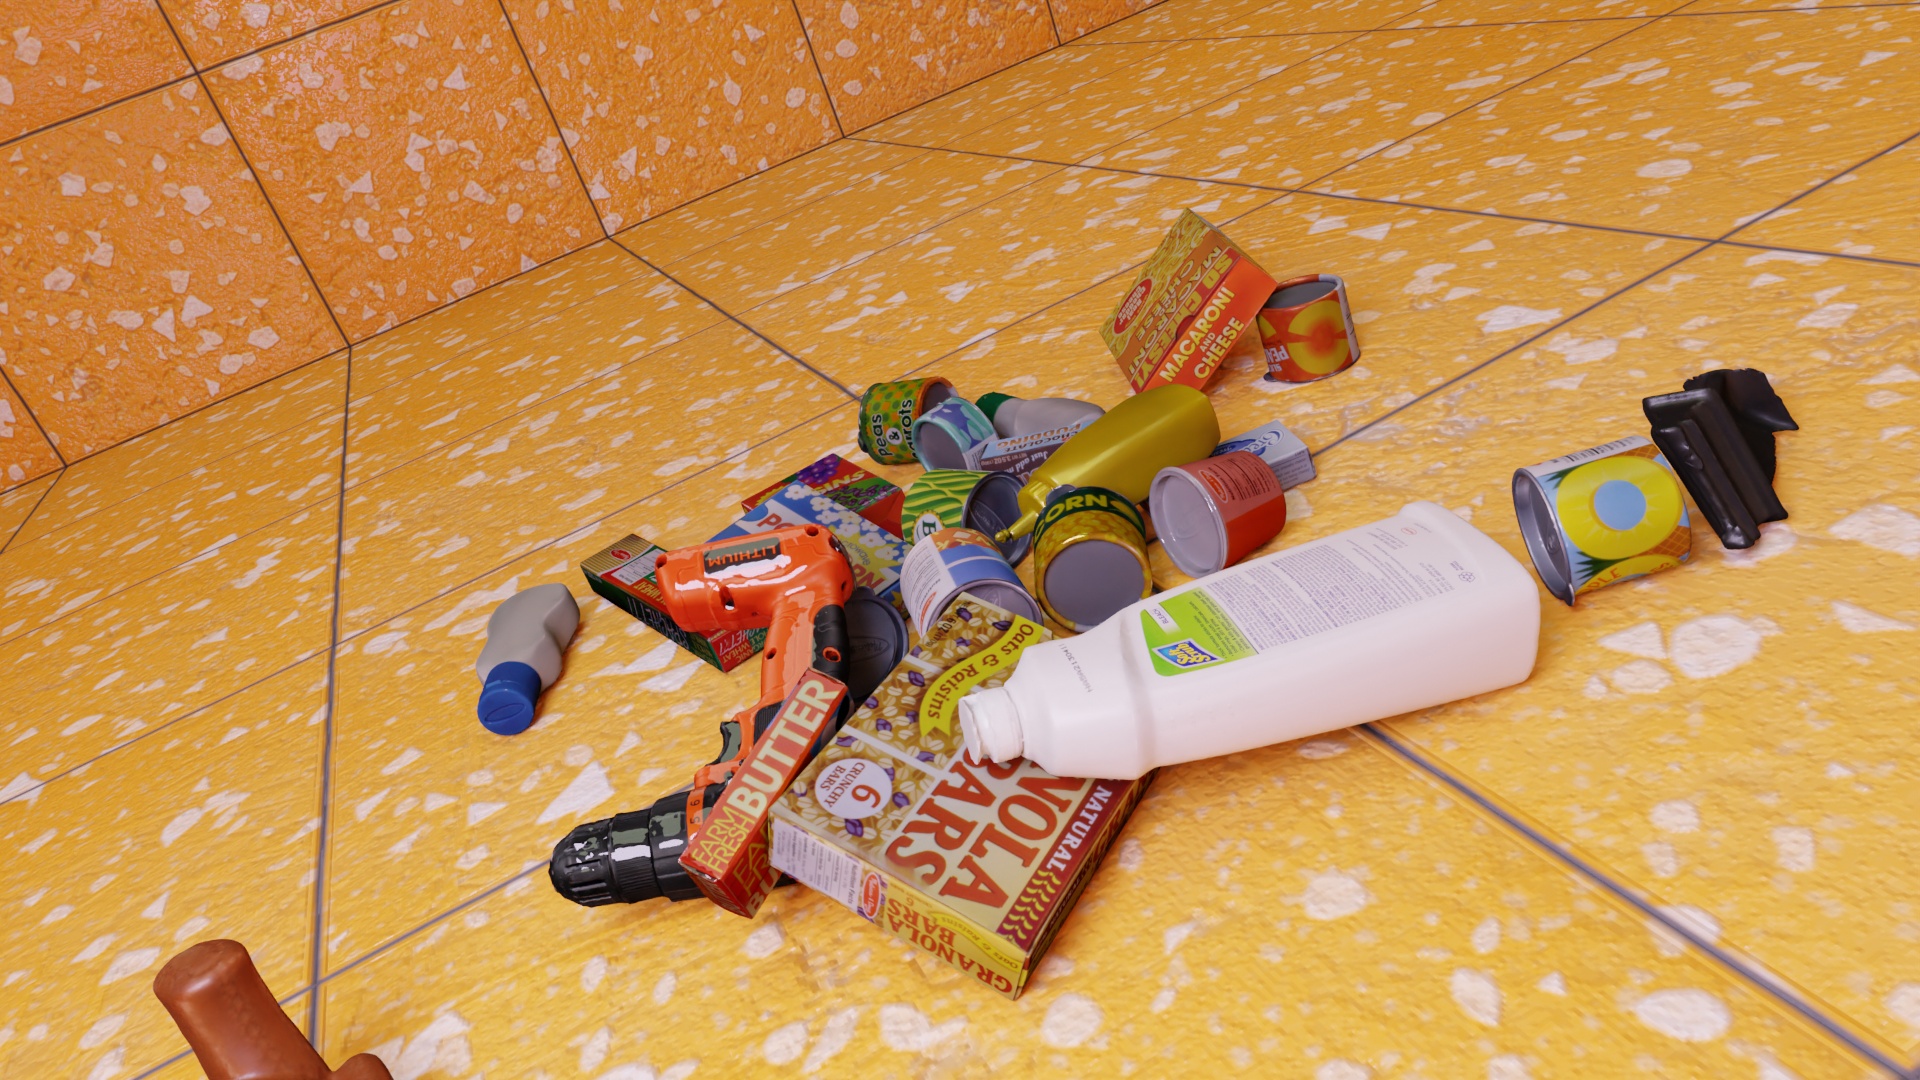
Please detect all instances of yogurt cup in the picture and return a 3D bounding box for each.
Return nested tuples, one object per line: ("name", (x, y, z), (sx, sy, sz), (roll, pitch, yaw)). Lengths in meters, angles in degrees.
("yogurt cup", (0.149, -0.018, 0.797), (0.054, 0.072, 0.072), (-22, 23, -22))

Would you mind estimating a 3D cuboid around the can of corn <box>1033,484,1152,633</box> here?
("can of corn", (0.073, 0.009, 0.789), (0.071, 0.071, 0.058), (-16, 26, 10))

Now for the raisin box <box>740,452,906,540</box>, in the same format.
("raisin box", (-0.097, -0.018, 1.013), (0.086, 0.040, 0.123), (-31, 28, -18))

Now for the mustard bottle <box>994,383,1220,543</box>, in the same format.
("mustard bottle", (0.084, -0.040, 0.850), (0.161, 0.048, 0.065), (-33, 25, -18))

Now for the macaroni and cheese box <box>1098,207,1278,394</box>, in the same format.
("macaroni and cheese box", (0.167, -0.176, 1.054), (0.123, 0.040, 0.167), (-55, 17, 18))

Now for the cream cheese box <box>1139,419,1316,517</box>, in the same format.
("cream cheese box", (0.165, -0.039, 0.873), (0.104, 0.024, 0.053), (-22, 26, -2))

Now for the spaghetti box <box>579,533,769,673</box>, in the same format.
("spaghetti box", (-0.205, 0.040, 0.990), (0.050, 0.028, 0.250), (-33, 27, -24))

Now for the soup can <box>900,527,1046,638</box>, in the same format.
("soup can", (0.007, 0.037, 0.793), (0.071, 0.071, 0.084), (-23, 24, -4))

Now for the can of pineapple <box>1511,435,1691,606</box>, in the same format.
("can of pineapple", (0.304, -0.009, 0.660), (0.058, 0.070, 0.071), (-17, 25, 8))

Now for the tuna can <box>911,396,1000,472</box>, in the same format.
("tuna can", (-0.005, -0.070, 1.012), (0.033, 0.070, 0.071), (-35, 28, -28))

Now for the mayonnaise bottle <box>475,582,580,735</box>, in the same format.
("mayonnaise bottle", (-0.306, 0.082, 0.970), (0.065, 0.041, 0.149), (-21, 26, 2))

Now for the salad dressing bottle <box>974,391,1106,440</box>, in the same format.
("salad dressing bottle", (0.058, -0.082, 1.021), (0.064, 0.043, 0.148), (-30, 25, -18))

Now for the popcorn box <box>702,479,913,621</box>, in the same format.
("popcorn box", (-0.090, 0.019, 0.886), (0.127, 0.038, 0.085), (29, 52, 32))

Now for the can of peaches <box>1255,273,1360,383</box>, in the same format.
("can of peaches", (0.246, -0.152, 1.000), (0.071, 0.058, 0.071), (-17, 25, 8))

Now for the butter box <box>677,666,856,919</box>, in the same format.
("butter box", (-0.080, 0.112, 0.615), (0.024, 0.053, 0.104), (22, 62, 21))

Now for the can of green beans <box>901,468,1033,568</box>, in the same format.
("can of green beans", (0.004, -0.013, 0.893), (0.058, 0.071, 0.071), (5, 35, 45))

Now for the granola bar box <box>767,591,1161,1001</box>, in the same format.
("granola bar box", (0.012, 0.104, 0.620), (0.124, 0.038, 0.166), (24, 43, 18))

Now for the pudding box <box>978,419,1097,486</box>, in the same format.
("pudding box", (0.060, -0.047, 0.939), (0.083, 0.049, 0.030), (-10, 25, 20))

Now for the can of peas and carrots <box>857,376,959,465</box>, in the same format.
("can of peas and carrots", (-0.039, -0.093, 1.087), (0.058, 0.070, 0.071), (-3, 30, 32))

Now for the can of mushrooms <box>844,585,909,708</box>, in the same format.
("can of mushrooms", (-0.065, 0.058, 0.797), (0.071, 0.070, 0.033), (-34, 26, -26))
